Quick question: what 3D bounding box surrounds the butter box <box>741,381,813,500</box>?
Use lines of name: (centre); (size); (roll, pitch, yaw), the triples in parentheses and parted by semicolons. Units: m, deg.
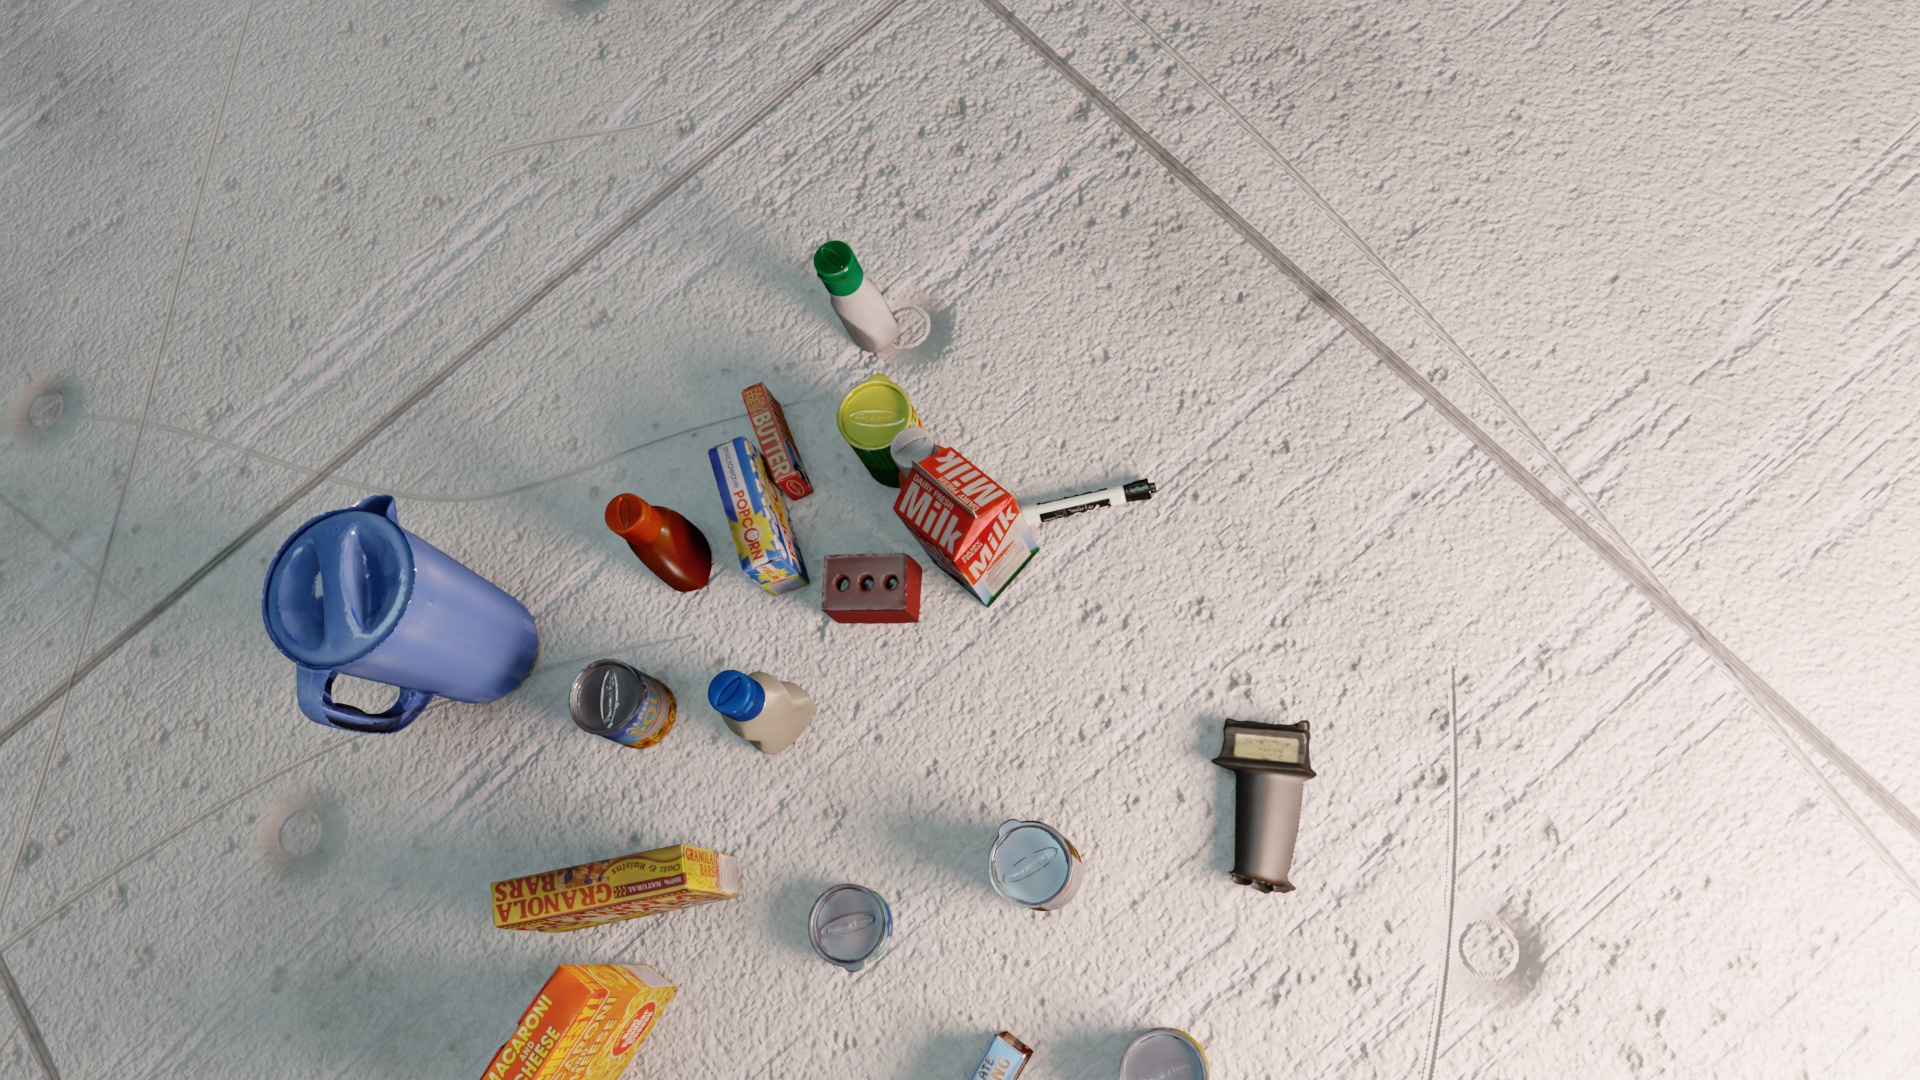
butter box: (-0.170, -0.092, 1.291); (0.024, 0.053, 0.104); (-24, 69, 3)

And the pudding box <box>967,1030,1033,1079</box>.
pudding box: (0.021, 0.428, 1.085); (0.030, 0.049, 0.084); (29, 80, 18)

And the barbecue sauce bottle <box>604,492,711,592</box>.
barbecue sauce bottle: (-0.266, -0.002, 1.230); (0.043, 0.148, 0.065); (-13, 71, 7)

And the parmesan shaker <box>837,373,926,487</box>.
parmesan shaker: (-0.064, -0.096, 1.244); (0.071, 0.103, 0.071); (-3, 72, 11)

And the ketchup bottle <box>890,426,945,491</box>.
ketchup bottle: (-0.025, -0.054, 1.198); (0.065, 0.148, 0.043); (-32, 69, 0)

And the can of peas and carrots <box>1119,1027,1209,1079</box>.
can of peas and carrots: (0.158, 0.409, 1.059); (0.071, 0.058, 0.071); (-3, 72, 10)

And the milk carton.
milk carton: (0.004, -0.015, 1.157); (0.072, 0.190, 0.073); (40, 84, 20)

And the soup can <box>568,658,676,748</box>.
soup can: (-0.293, 0.145, 1.222); (0.071, 0.083, 0.071); (-3, 72, 10)

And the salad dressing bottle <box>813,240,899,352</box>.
salad dressing bottle: (-0.096, -0.222, 1.268); (0.044, 0.147, 0.064); (-46, 70, -5)

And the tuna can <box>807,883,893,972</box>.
tuna can: (-0.090, 0.322, 1.151); (0.071, 0.032, 0.071); (-3, 72, 10)

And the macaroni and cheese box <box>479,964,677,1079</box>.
macaroni and cheese box: (-0.304, 0.398, 1.098); (0.040, 0.166, 0.124); (30, 81, 19)

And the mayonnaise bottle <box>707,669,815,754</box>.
mayonnaise bottle: (-0.169, 0.140, 1.165); (0.041, 0.147, 0.065); (38, 83, 20)

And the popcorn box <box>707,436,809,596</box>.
popcorn box: (-0.181, -0.021, 1.253); (0.038, 0.085, 0.127); (-21, 70, 4)

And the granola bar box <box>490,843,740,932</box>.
granola bar box: (-0.282, 0.291, 1.151); (0.165, 0.124, 0.039); (-13, 71, 7)

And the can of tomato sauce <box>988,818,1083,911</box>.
can of tomato sauce: (0.060, 0.261, 1.114); (0.071, 0.083, 0.071); (-3, 72, 10)
